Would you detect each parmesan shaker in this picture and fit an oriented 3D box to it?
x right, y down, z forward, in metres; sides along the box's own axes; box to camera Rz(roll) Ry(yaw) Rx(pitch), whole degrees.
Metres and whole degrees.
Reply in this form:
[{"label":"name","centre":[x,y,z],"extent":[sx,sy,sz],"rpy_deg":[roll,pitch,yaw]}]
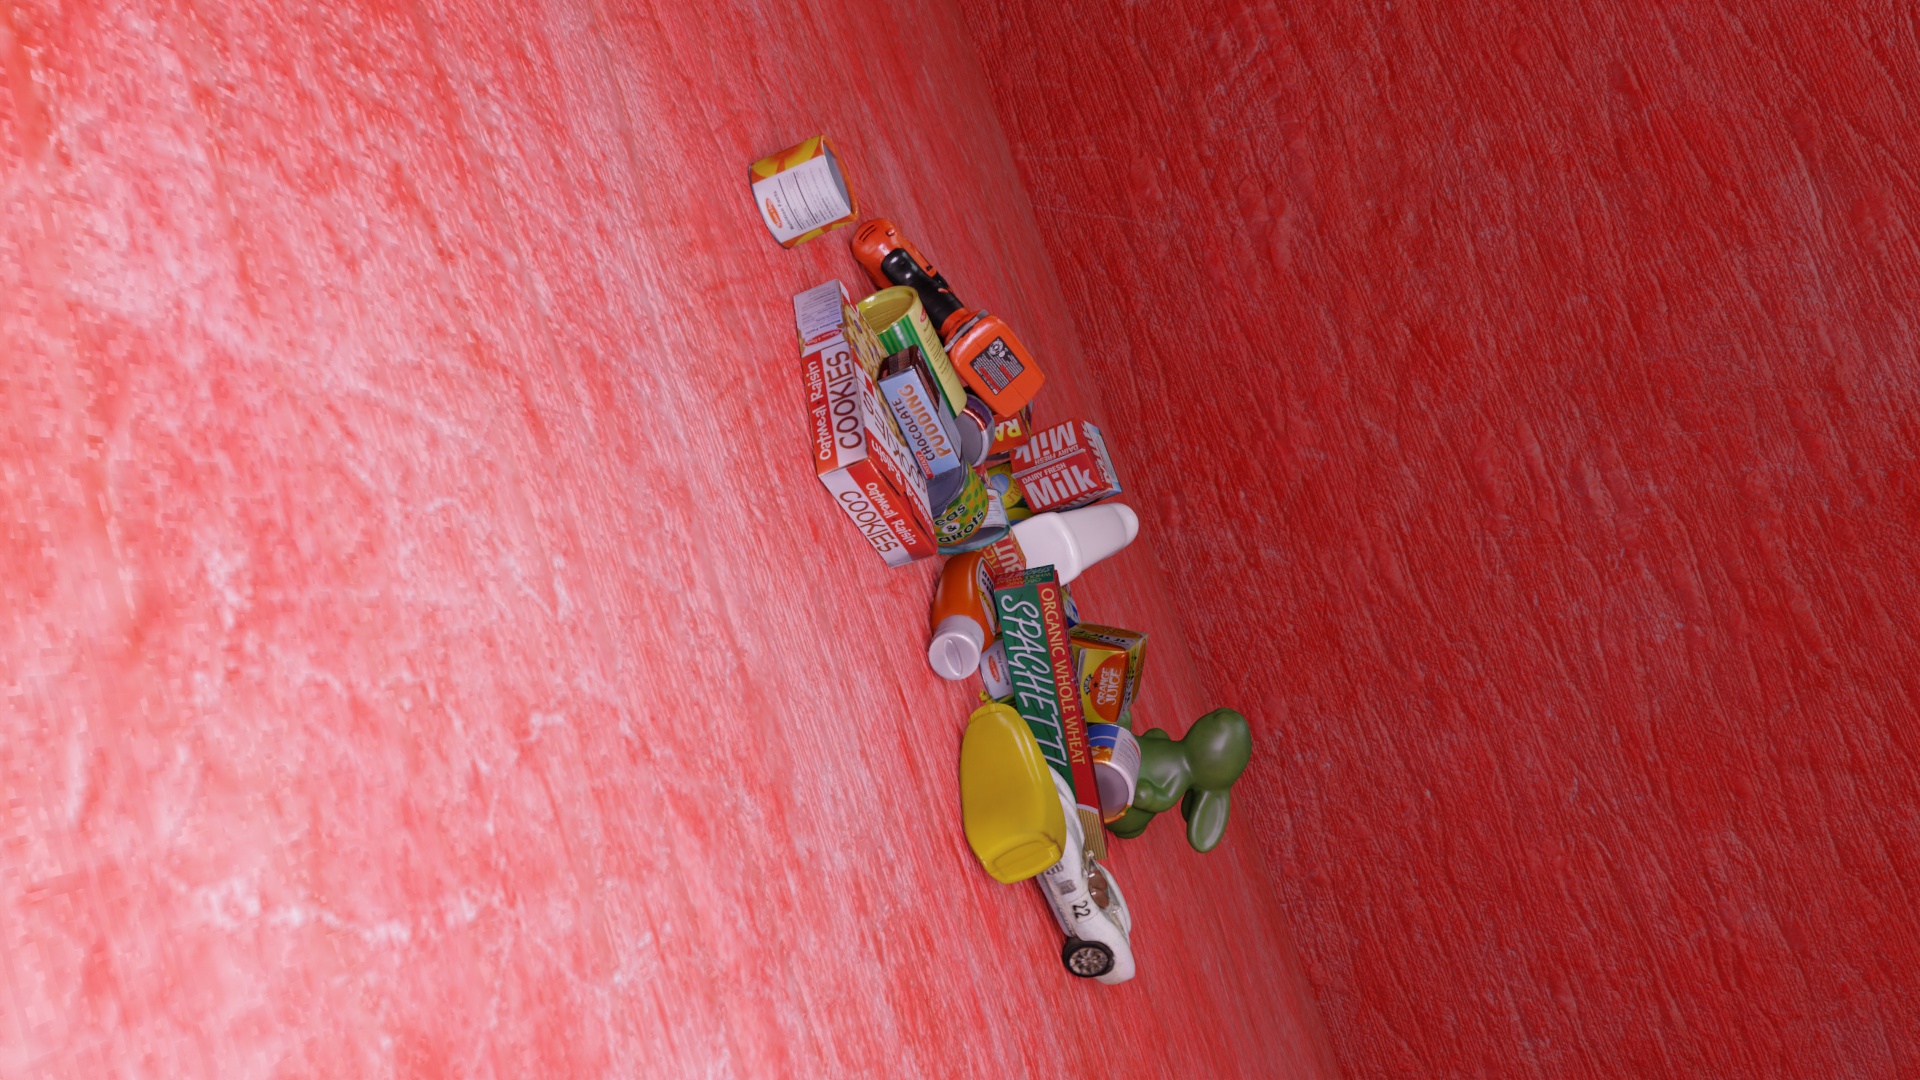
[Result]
[{"label":"parmesan shaker","centre":[-0.044,-0.140,1.103],"extent":[0.072,0.071,0.102],"rpy_deg":[-94,161,-54]}]

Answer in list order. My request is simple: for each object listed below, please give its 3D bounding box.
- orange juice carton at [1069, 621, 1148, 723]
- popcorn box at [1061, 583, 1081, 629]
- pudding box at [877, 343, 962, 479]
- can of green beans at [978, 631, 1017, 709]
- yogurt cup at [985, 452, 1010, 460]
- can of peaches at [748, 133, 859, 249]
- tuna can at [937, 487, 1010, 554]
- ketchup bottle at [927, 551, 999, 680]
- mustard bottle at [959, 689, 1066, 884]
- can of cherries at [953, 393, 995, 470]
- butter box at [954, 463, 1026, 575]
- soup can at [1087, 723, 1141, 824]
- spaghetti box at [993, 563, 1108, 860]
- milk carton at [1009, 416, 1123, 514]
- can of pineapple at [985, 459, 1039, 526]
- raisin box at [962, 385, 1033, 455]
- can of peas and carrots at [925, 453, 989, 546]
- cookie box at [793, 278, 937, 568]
[{"label":"orange juice carton","centre":[0.131,0.129,1.362],"extent":[0.193,0.073,0.071],"rpy_deg":[-10,109,-74]},{"label":"popcorn box","centre":[0.086,0.049,1.441],"extent":[0.126,0.038,0.085],"rpy_deg":[42,30,-66]},{"label":"pudding box","centre":[-0.028,-0.092,0.987],"extent":[0.050,0.030,0.083],"rpy_deg":[-86,153,-63]},{"label":"can of green beans","centre":[0.052,0.103,1.152],"extent":[0.071,0.058,0.071],"rpy_deg":[-21,91,-78]},{"label":"yogurt cup","centre":[0.034,-0.117,1.425],"extent":[0.072,0.072,0.054],"rpy_deg":[45,36,-64]},{"label":"can of peaches","centre":[-0.112,-0.253,1.004],"extent":[0.071,0.058,0.071],"rpy_deg":[-21,91,-78]},{"label":"tuna can","centre":[0.004,-0.014,1.119],"extent":[0.071,0.071,0.033],"rpy_deg":[36,36,-70]},{"label":"ketchup bottle","centre":[0.003,0.059,1.040],"extent":[0.149,0.043,0.064],"rpy_deg":[-70,142,-71]},{"label":"mustard bottle","centre":[0.031,0.159,0.959],"extent":[0.048,0.065,0.161],"rpy_deg":[57,14,-35]},{"label":"can of cherries","centre":[-0.008,-0.091,1.195],"extent":[0.058,0.071,0.071],"rpy_deg":[-67,136,-72]},{"label":"butter box","centre":[0.014,-0.011,1.181],"extent":[0.024,0.053,0.103],"rpy_deg":[-83,151,-62]},{"label":"soup can","centre":[0.130,0.218,1.294],"extent":[0.084,0.071,0.071],"rpy_deg":[-52,121,-71]},{"label":"spaghetti box","centre":[0.072,0.140,1.087],"extent":[0.029,0.050,0.249],"rpy_deg":[-76,156,-69]},{"label":"milk carton","centre":[0.099,-0.069,1.329],"extent":[0.191,0.072,0.073],"rpy_deg":[0,69,-77]},{"label":"can of pineapple","centre":[0.047,-0.045,1.374],"extent":[0.071,0.058,0.071],"rpy_deg":[-22,91,-78]},{"label":"raisin box","centre":[0.022,-0.115,1.308],"extent":[0.124,0.086,0.040],"rpy_deg":[-81,153,-67]},{"label":"can of peas and carrots","centre":[-0.017,-0.034,1.051],"extent":[0.058,0.071,0.071],"rpy_deg":[52,21,-58]},{"label":"cookie box","centre":[-0.065,-0.081,0.973],"extent":[0.122,0.040,0.168],"rpy_deg":[55,19,-52]}]
